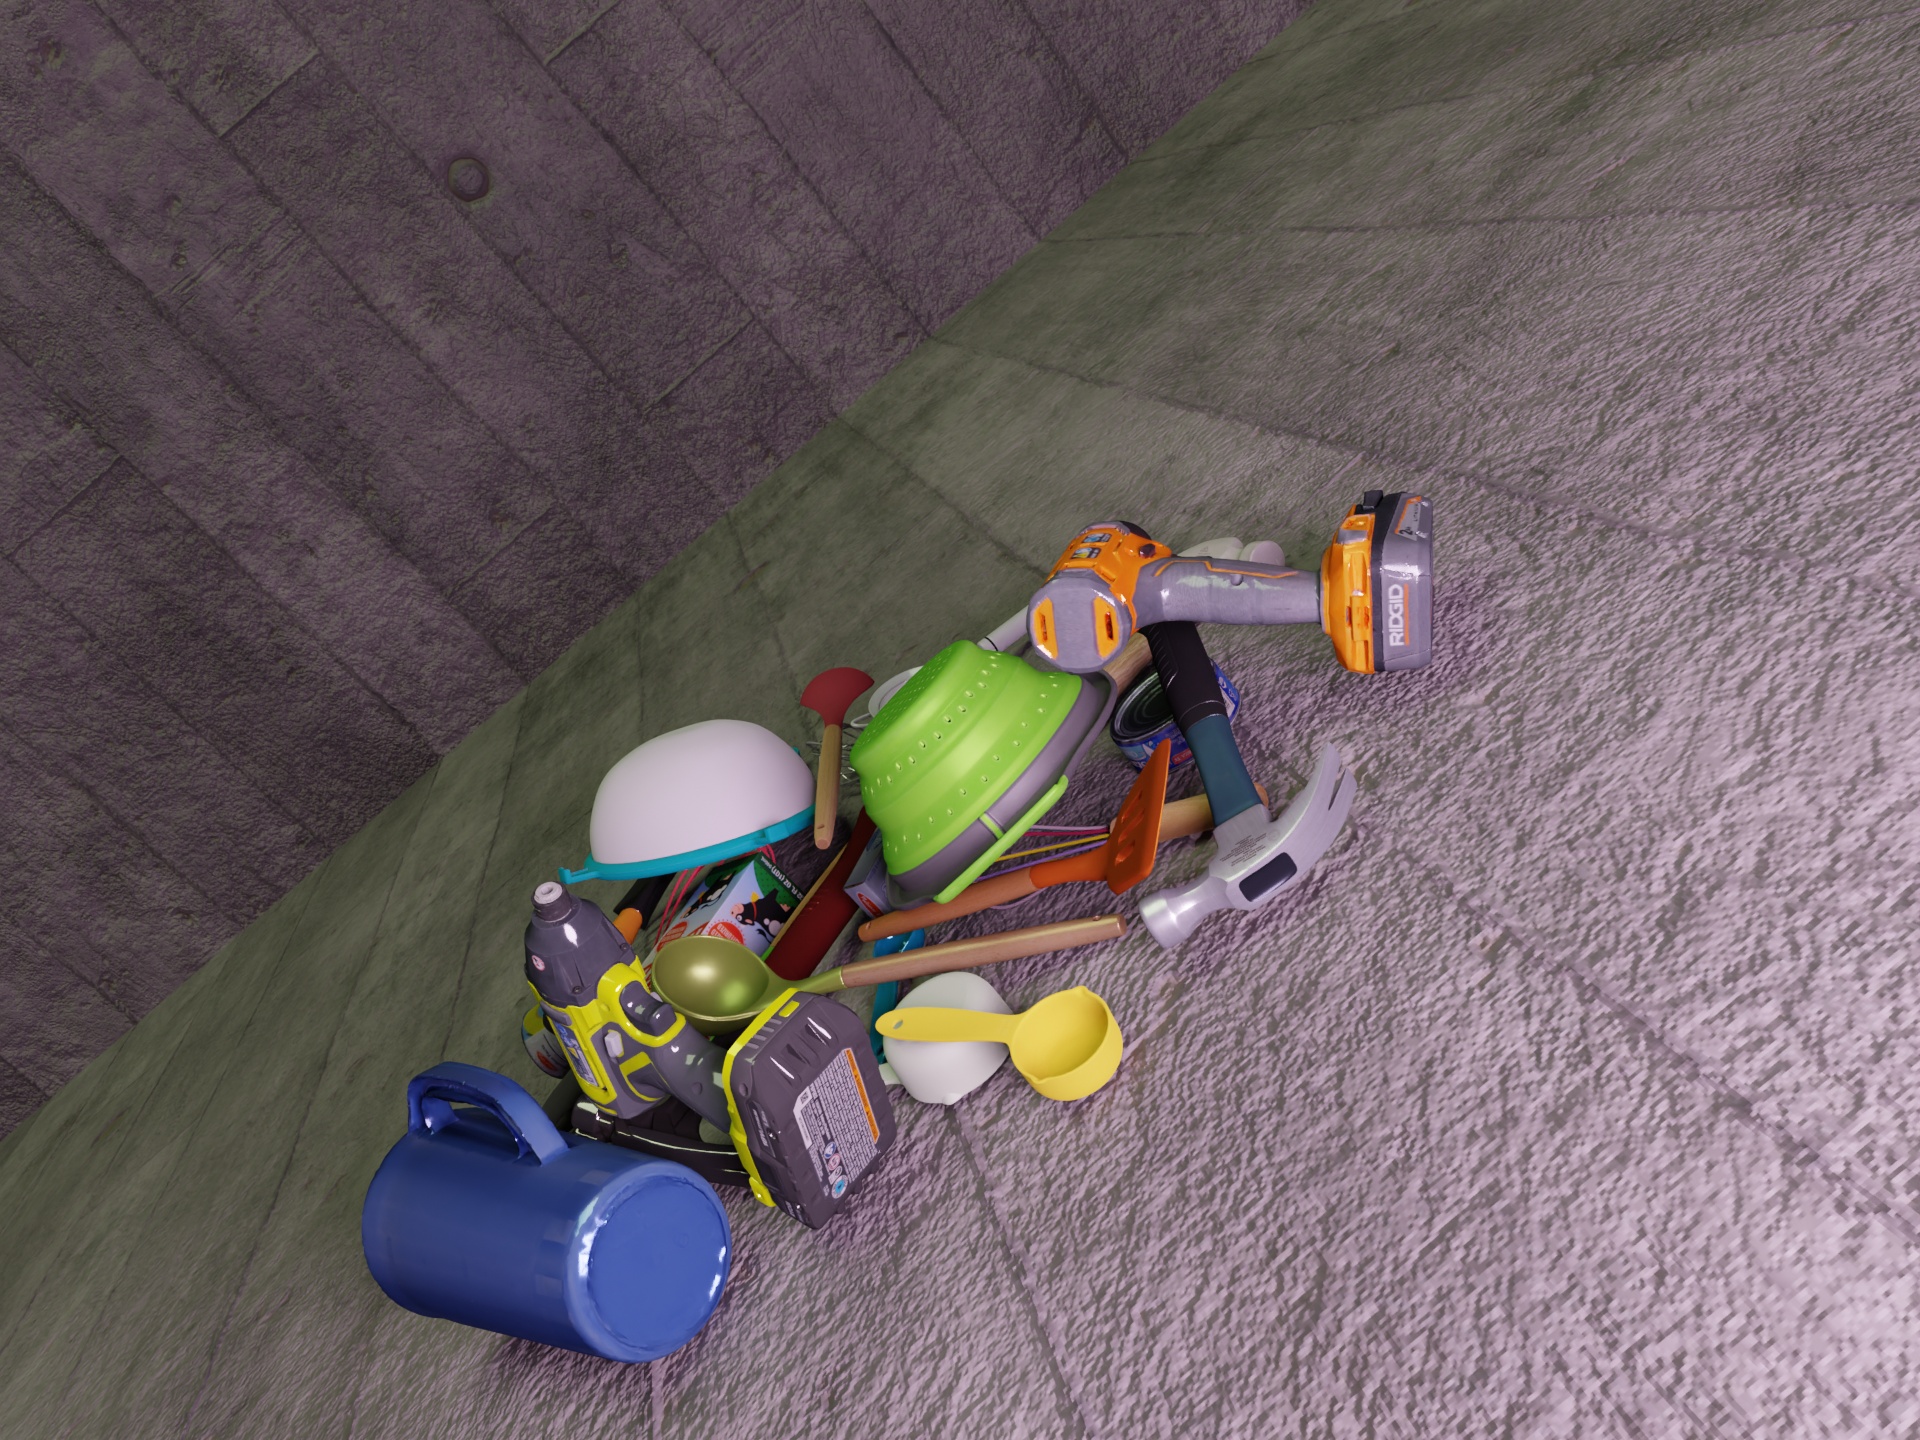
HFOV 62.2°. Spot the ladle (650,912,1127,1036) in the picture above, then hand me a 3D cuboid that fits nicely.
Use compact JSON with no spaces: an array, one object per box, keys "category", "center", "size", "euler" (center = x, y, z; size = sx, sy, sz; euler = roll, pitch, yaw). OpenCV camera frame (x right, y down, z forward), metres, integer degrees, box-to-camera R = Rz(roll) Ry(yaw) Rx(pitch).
[{"category":"ladle","center":[-0.052,0.142,0.973],"size":[0.320,0.062,0.078],"euler":[-15,21,25]}]

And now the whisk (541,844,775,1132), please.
[{"category":"whisk","center":[-0.245,0.211,1.272],"size":[0.296,0.073,0.073],"euler":[-55,23,-19]}]

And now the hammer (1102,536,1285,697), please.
[{"category":"hammer","center":[0.094,-0.014,1.159],"size":[0.331,0.031,0.130],"euler":[-46,20,-13]}]

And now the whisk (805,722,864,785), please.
[{"category":"whisk","center":[-0.057,0.032,1.322],"size":[0.246,0.059,0.058],"euler":[3,73,57]}]

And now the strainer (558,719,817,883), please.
[{"category":"strainer","center":[-0.204,0.038,1.367],"size":[0.211,0.095,0.340],"euler":[-12,11,14]}]

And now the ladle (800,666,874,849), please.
[{"category":"ladle","center":[-0.107,0.022,1.313],"size":[0.069,0.031,0.316],"euler":[-15,25,5]}]

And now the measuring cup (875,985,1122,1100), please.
[{"category":"measuring cup","center":[0.019,0.174,0.857],"size":[0.156,0.029,0.062],"euler":[-5,41,39]}]

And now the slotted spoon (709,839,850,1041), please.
[{"category":"slotted spoon","center":[-0.125,0.155,1.185],"size":[0.314,0.070,0.031],"euler":[-52,-4,-42]}]

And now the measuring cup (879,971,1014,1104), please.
[{"category":"measuring cup","center":[-0.048,0.194,0.932],"size":[0.167,0.038,0.083],"euler":[-21,28,21]}]

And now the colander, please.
[{"category":"colander","center":[-0.002,-0.004,1.097],"size":[0.204,0.094,0.397],"euler":[-44,9,11]}]

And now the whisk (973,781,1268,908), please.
[{"category":"whisk","center":[0.083,0.074,0.985],"size":[0.245,0.047,0.051],"euler":[-19,41,38]}]

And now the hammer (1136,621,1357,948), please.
[{"category":"hammer","center":[0.143,0.000,0.947],"size":[0.128,0.033,0.331],"euler":[-31,27,13]}]

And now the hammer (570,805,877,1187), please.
[{"category":"hammer","center":[-0.108,0.168,1.102],"size":[0.149,0.036,0.359],"euler":[6,37,27]}]

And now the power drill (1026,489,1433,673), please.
[{"category":"power drill","center":[0.166,-0.087,0.957],"size":[0.226,0.084,0.164],"euler":[0,24,18]}]

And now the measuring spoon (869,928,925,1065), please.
[{"category":"measuring spoon","center":[-0.041,0.178,1.034],"size":[0.042,0.021,0.129],"euler":[-36,29,30]}]

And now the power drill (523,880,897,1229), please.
[{"category":"power drill","center":[-0.154,0.184,0.906],"size":[0.223,0.171,0.080],"euler":[16,45,34]}]

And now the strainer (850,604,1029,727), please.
[{"category":"strainer","center":[0.018,-0.054,1.363],"size":[0.258,0.050,0.087],"euler":[-37,36,-14]}]

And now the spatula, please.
[{"category":"spatula","center":[0.025,0.094,0.953],"size":[0.322,0.041,0.081],"euler":[-26,44,49]}]

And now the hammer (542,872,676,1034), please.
[{"category":"hammer","center":[-0.283,0.178,1.316],"size":[0.127,0.034,0.337],"euler":[-55,6,15]}]
